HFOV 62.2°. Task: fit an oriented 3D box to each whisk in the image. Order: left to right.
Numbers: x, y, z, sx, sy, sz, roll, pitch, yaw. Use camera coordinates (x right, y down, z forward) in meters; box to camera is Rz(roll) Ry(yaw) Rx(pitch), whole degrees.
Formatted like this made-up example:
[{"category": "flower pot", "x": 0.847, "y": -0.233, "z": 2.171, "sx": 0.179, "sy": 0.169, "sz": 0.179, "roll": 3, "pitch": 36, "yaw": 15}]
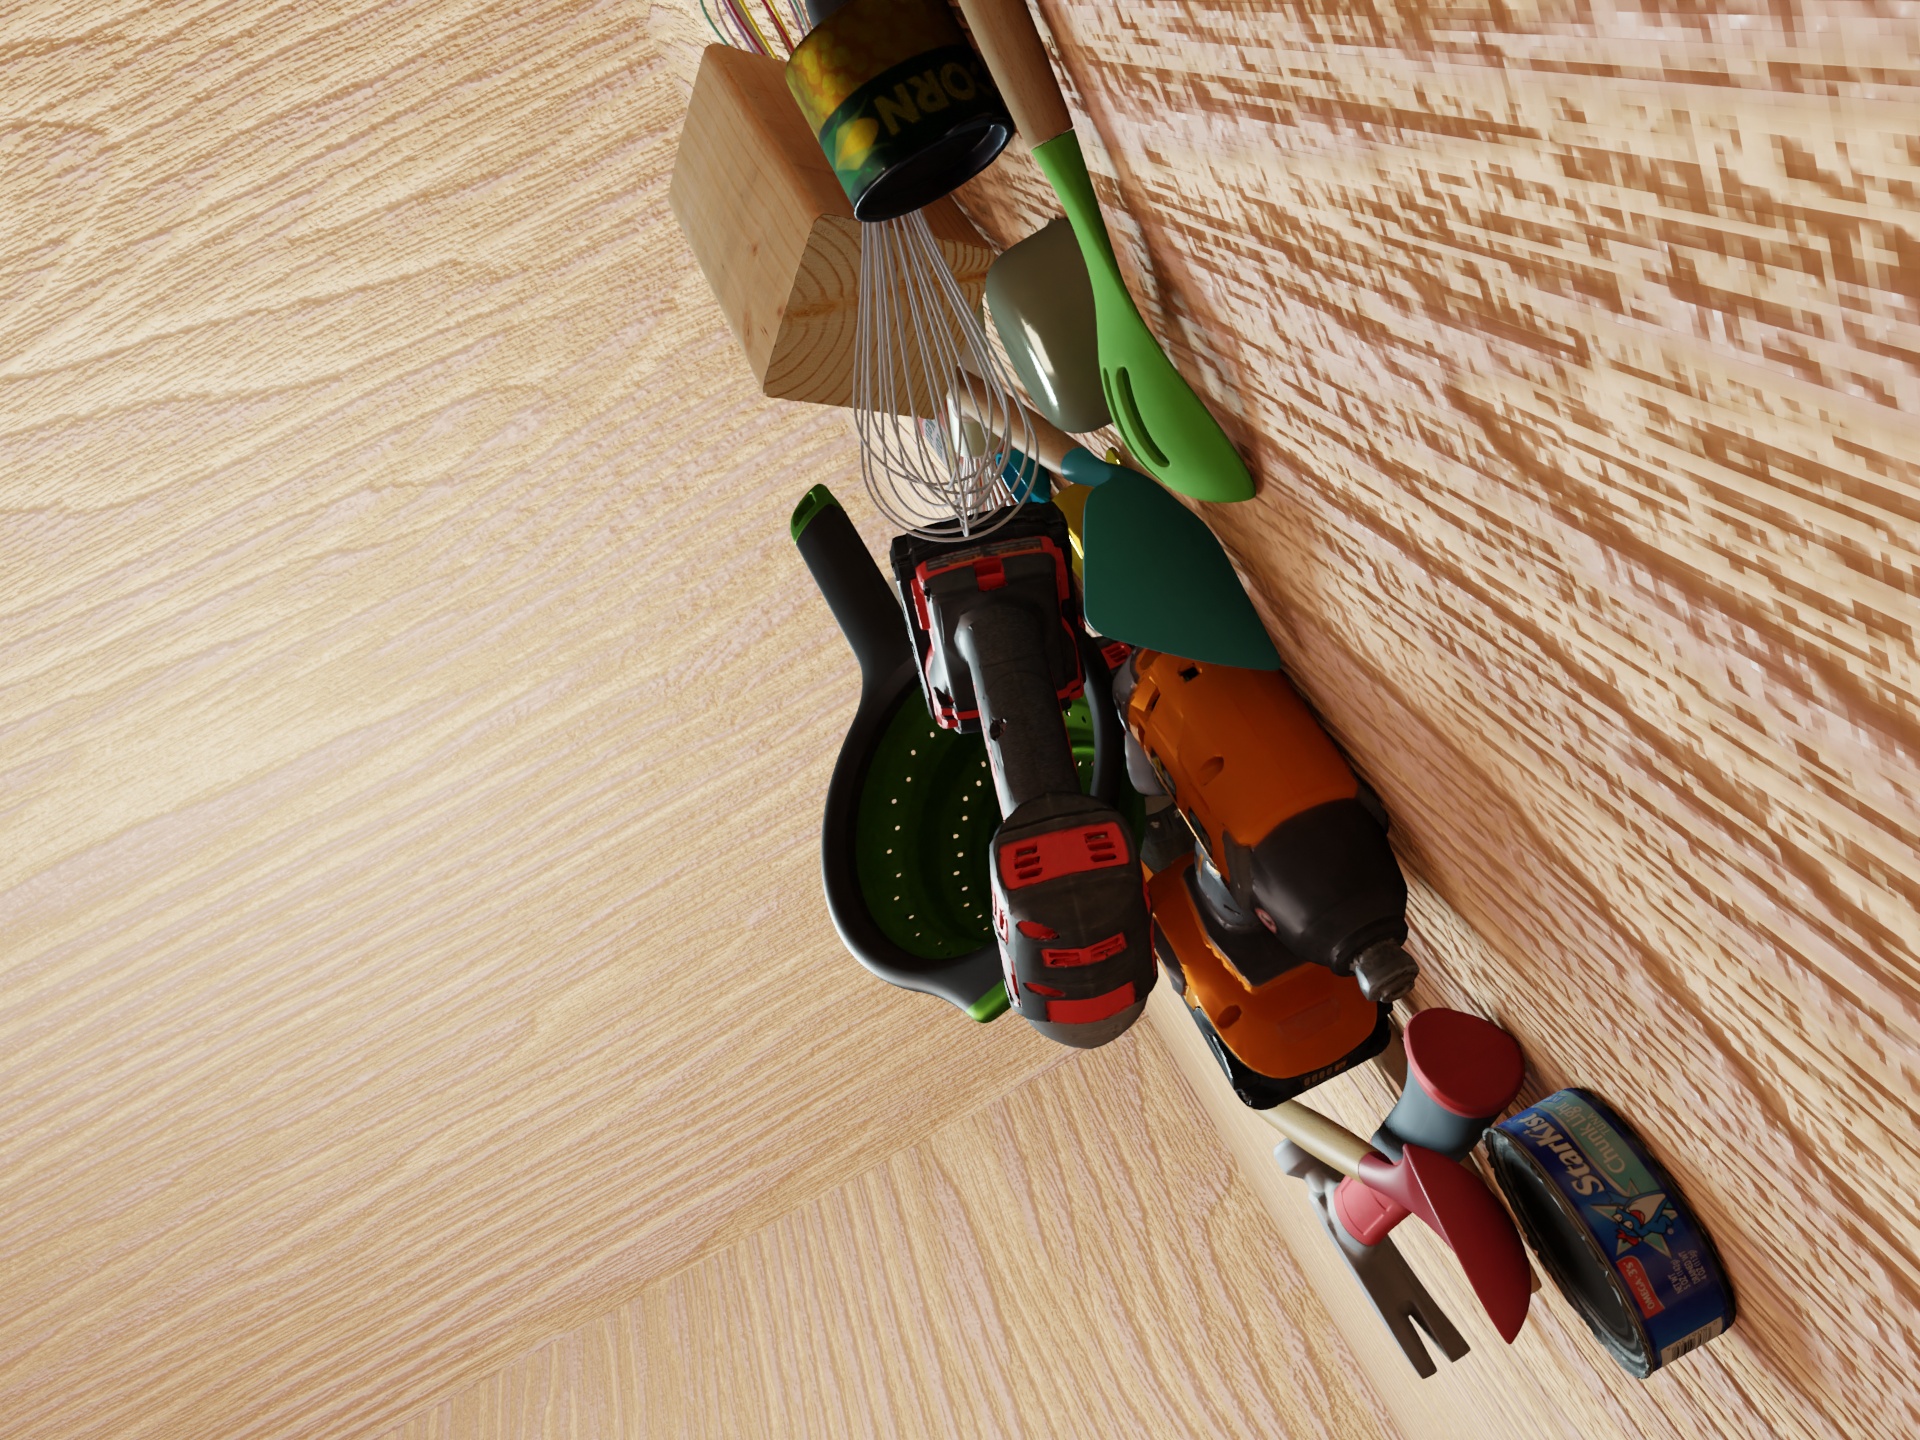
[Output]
[{"category": "whisk", "x": -0.079, "y": -0.341, "z": 0.934, "sx": 0.244, "sy": 0.051, "sz": 0.047, "roll": 59, "pitch": 174, "yaw": -22}, {"category": "whisk", "x": -0.026, "y": -0.205, "z": 0.648, "sx": 0.070, "sy": 0.070, "sz": 0.285, "roll": 67, "pitch": -170, "yaw": -76}, {"category": "whisk", "x": 0.009, "y": -0.143, "z": 0.867, "sx": 0.059, "sy": 0.058, "sz": 0.246, "roll": -78, "pitch": -15, "yaw": -44}]

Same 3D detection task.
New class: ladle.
[{"category": "ladle", "x": 0.164, "y": 0.184, "z": 0.664, "sx": 0.069, "sy": 0.031, "sz": 0.315, "roll": 63, "pitch": 174, "yaw": 1}]

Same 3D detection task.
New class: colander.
[{"category": "colander", "x": -0.001, "y": -0.003, "z": 0.883, "sx": 0.094, "sy": 0.204, "sz": 0.398, "roll": 25, "pitch": -155, "yaw": -41}]

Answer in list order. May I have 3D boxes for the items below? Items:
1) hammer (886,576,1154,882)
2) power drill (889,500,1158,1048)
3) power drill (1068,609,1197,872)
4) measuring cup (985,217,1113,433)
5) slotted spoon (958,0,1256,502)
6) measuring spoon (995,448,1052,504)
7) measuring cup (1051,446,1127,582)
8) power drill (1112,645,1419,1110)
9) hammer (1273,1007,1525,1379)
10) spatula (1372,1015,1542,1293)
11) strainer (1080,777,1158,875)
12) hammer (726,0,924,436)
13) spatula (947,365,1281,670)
[{"category": "hammer", "x": 0.062, "y": 0.050, "z": 0.985, "sx": 0.337, "sy": 0.034, "sz": 0.127, "roll": 51, "pitch": 178, "yaw": 27}, {"category": "power drill", "x": 0.031, "y": 0.027, "z": 0.667, "sx": 0.143, "sy": 0.078, "sz": 0.220, "roll": 77, "pitch": 180, "yaw": -52}, {"category": "power drill", "x": 0.077, "y": -0.016, "z": 1.020, "sx": 0.227, "sy": 0.080, "sz": 0.187, "roll": 56, "pitch": 175, "yaw": 47}, {"category": "measuring cup", "x": 0.038, "y": -0.139, "z": 0.636, "sx": 0.083, "sy": 0.038, "sz": 0.167, "roll": 62, "pitch": 178, "yaw": 5}, {"category": "slotted spoon", "x": 0.016, "y": -0.202, "z": 0.485, "sx": 0.313, "sy": 0.031, "sz": 0.070, "roll": 64, "pitch": 178, "yaw": -17}, {"category": "measuring spoon", "x": 0.060, "y": -0.120, "z": 0.885, "sx": 0.129, "sy": 0.021, "sz": 0.042, "roll": 46, "pitch": 167, "yaw": 48}, {"category": "measuring cup", "x": 0.063, "y": -0.097, "z": 0.747, "sx": 0.062, "sy": 0.029, "sz": 0.156, "roll": 61, "pitch": 180, "yaw": 7}, {"category": "power drill", "x": 0.131, "y": 0.078, "z": 0.660, "sx": 0.226, "sy": 0.084, "sz": 0.164, "roll": 73, "pitch": 170, "yaw": -55}, {"category": "hammer", "x": 0.210, "y": 0.217, "z": 0.727, "sx": 0.143, "sy": 0.038, "sz": 0.386, "roll": 58, "pitch": 172, "yaw": 25}, {"category": "spatula", "x": 0.192, "y": 0.131, "z": 0.779, "sx": 0.316, "sy": 0.018, "sz": 0.059, "roll": 62, "pitch": 171, "yaw": 16}, {"category": "strainer", "x": 0.113, "y": 0.045, "z": 1.131, "sx": 0.151, "sy": 0.069, "sz": 0.257, "roll": 17, "pitch": -143, "yaw": -17}, {"category": "hammer", "x": -0.092, "y": -0.364, "z": 1.087, "sx": 0.359, "sy": 0.036, "sz": 0.149, "roll": 62, "pitch": 179, "yaw": -14}, {"category": "spatula", "x": 0.034, "y": -0.107, "z": 0.681, "sx": 0.318, "sy": 0.082, "sz": 0.044, "roll": 51, "pitch": 127, "yaw": 58}]
